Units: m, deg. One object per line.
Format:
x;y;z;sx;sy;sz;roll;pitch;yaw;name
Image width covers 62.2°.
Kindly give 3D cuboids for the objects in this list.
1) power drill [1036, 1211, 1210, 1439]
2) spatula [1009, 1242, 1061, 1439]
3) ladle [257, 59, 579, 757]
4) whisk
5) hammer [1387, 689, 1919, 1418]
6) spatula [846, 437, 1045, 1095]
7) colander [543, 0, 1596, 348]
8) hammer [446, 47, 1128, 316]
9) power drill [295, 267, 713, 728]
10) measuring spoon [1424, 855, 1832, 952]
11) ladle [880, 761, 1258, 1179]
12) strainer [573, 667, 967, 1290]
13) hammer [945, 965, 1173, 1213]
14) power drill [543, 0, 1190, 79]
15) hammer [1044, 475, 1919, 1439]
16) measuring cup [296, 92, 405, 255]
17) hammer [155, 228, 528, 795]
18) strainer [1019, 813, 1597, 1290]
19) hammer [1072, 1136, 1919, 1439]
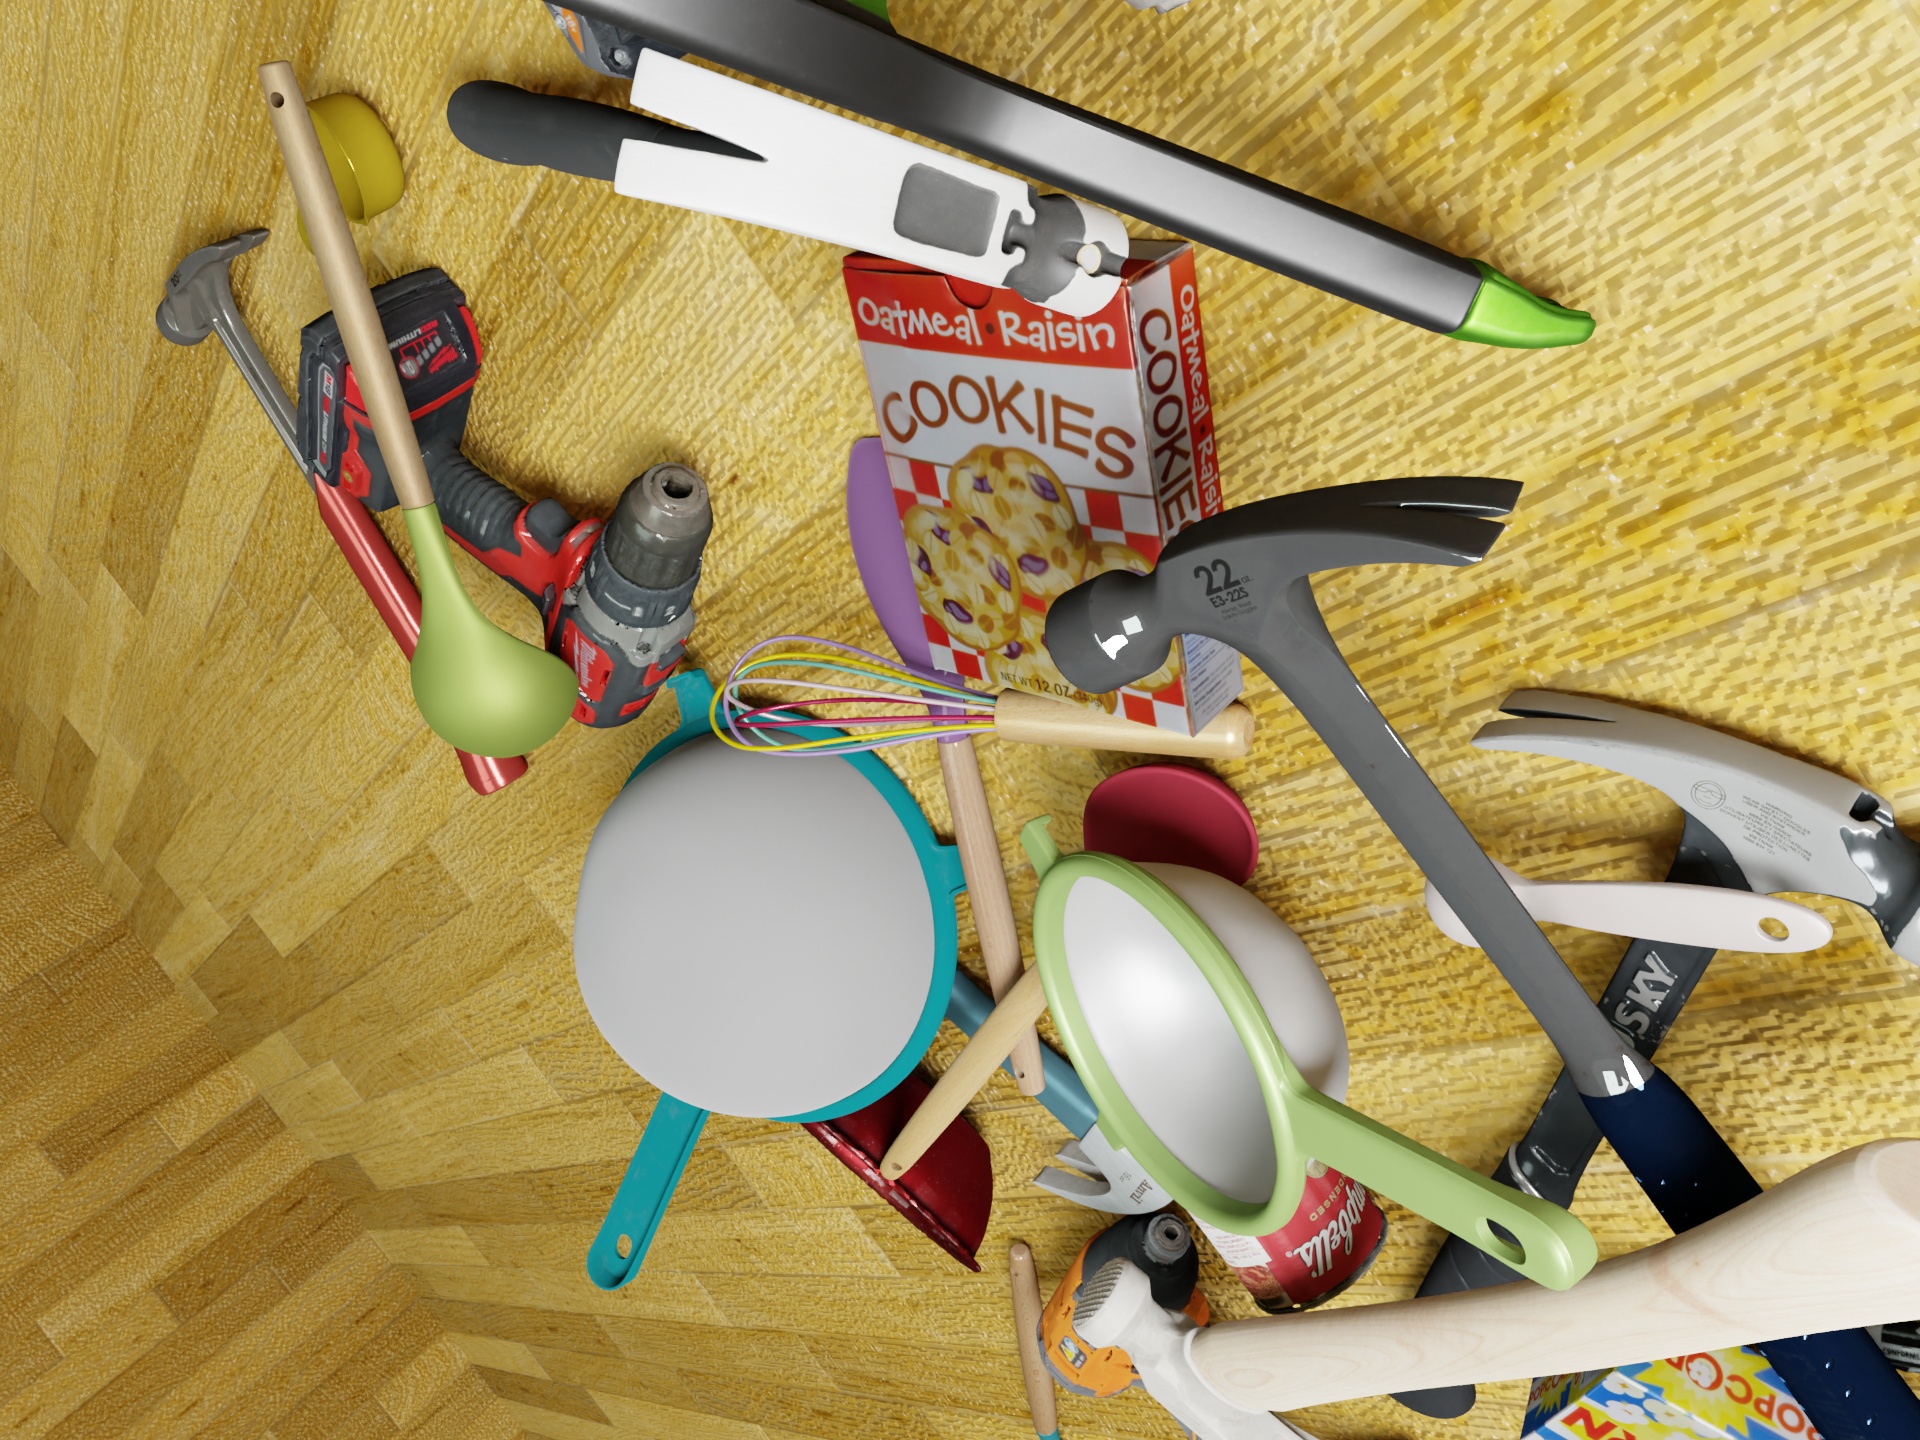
0.143;0.345;0.790;0.227;0.084;0.164;41;144;21;power drill
0.046;0.443;1.012;0.082;0.044;0.317;24;136;38;spatula
-0.246;-0.126;0.713;0.078;0.062;0.320;-7;114;10;ladle
-0.002;0.000;0.639;0.245;0.047;0.051;4;116;30;whisk
0.213;0.155;0.583;0.149;0.036;0.408;33;141;26;hammer
0.000;0.030;0.694;0.060;0.018;0.315;6;118;41;spatula
-0.013;-0.191;0.372;0.397;0.205;0.094;17;110;-10;colander
-0.104;-0.192;0.535;0.335;0.146;0.035;31;111;47;hammer
-0.216;-0.115;0.777;0.227;0.080;0.187;44;144;4;power drill
0.191;0.060;0.473;0.124;0.018;0.034;-1;120;49;measuring spoon
0.032;0.121;0.696;0.069;0.031;0.315;34;128;1;ladle
-0.140;0.158;0.780;0.211;0.095;0.340;31;108;20;strainer
-0.018;0.125;0.809;0.331;0.033;0.128;40;142;16;hammer
-0.037;-0.261;0.449;0.226;0.084;0.185;-8;123;45;power drill
0.194;0.099;0.473;0.405;0.035;0.144;51;142;-13;hammer
-0.309;-0.265;0.795;0.062;0.029;0.156;60;155;-13;measuring cup
-0.366;-0.115;0.973;0.149;0.037;0.359;-7;115;50;hammer
0.121;0.115;0.542;0.256;0.069;0.151;17;127;58;strainer
0.185;0.216;0.545;0.146;0.038;0.410;40;145;-1;hammer
